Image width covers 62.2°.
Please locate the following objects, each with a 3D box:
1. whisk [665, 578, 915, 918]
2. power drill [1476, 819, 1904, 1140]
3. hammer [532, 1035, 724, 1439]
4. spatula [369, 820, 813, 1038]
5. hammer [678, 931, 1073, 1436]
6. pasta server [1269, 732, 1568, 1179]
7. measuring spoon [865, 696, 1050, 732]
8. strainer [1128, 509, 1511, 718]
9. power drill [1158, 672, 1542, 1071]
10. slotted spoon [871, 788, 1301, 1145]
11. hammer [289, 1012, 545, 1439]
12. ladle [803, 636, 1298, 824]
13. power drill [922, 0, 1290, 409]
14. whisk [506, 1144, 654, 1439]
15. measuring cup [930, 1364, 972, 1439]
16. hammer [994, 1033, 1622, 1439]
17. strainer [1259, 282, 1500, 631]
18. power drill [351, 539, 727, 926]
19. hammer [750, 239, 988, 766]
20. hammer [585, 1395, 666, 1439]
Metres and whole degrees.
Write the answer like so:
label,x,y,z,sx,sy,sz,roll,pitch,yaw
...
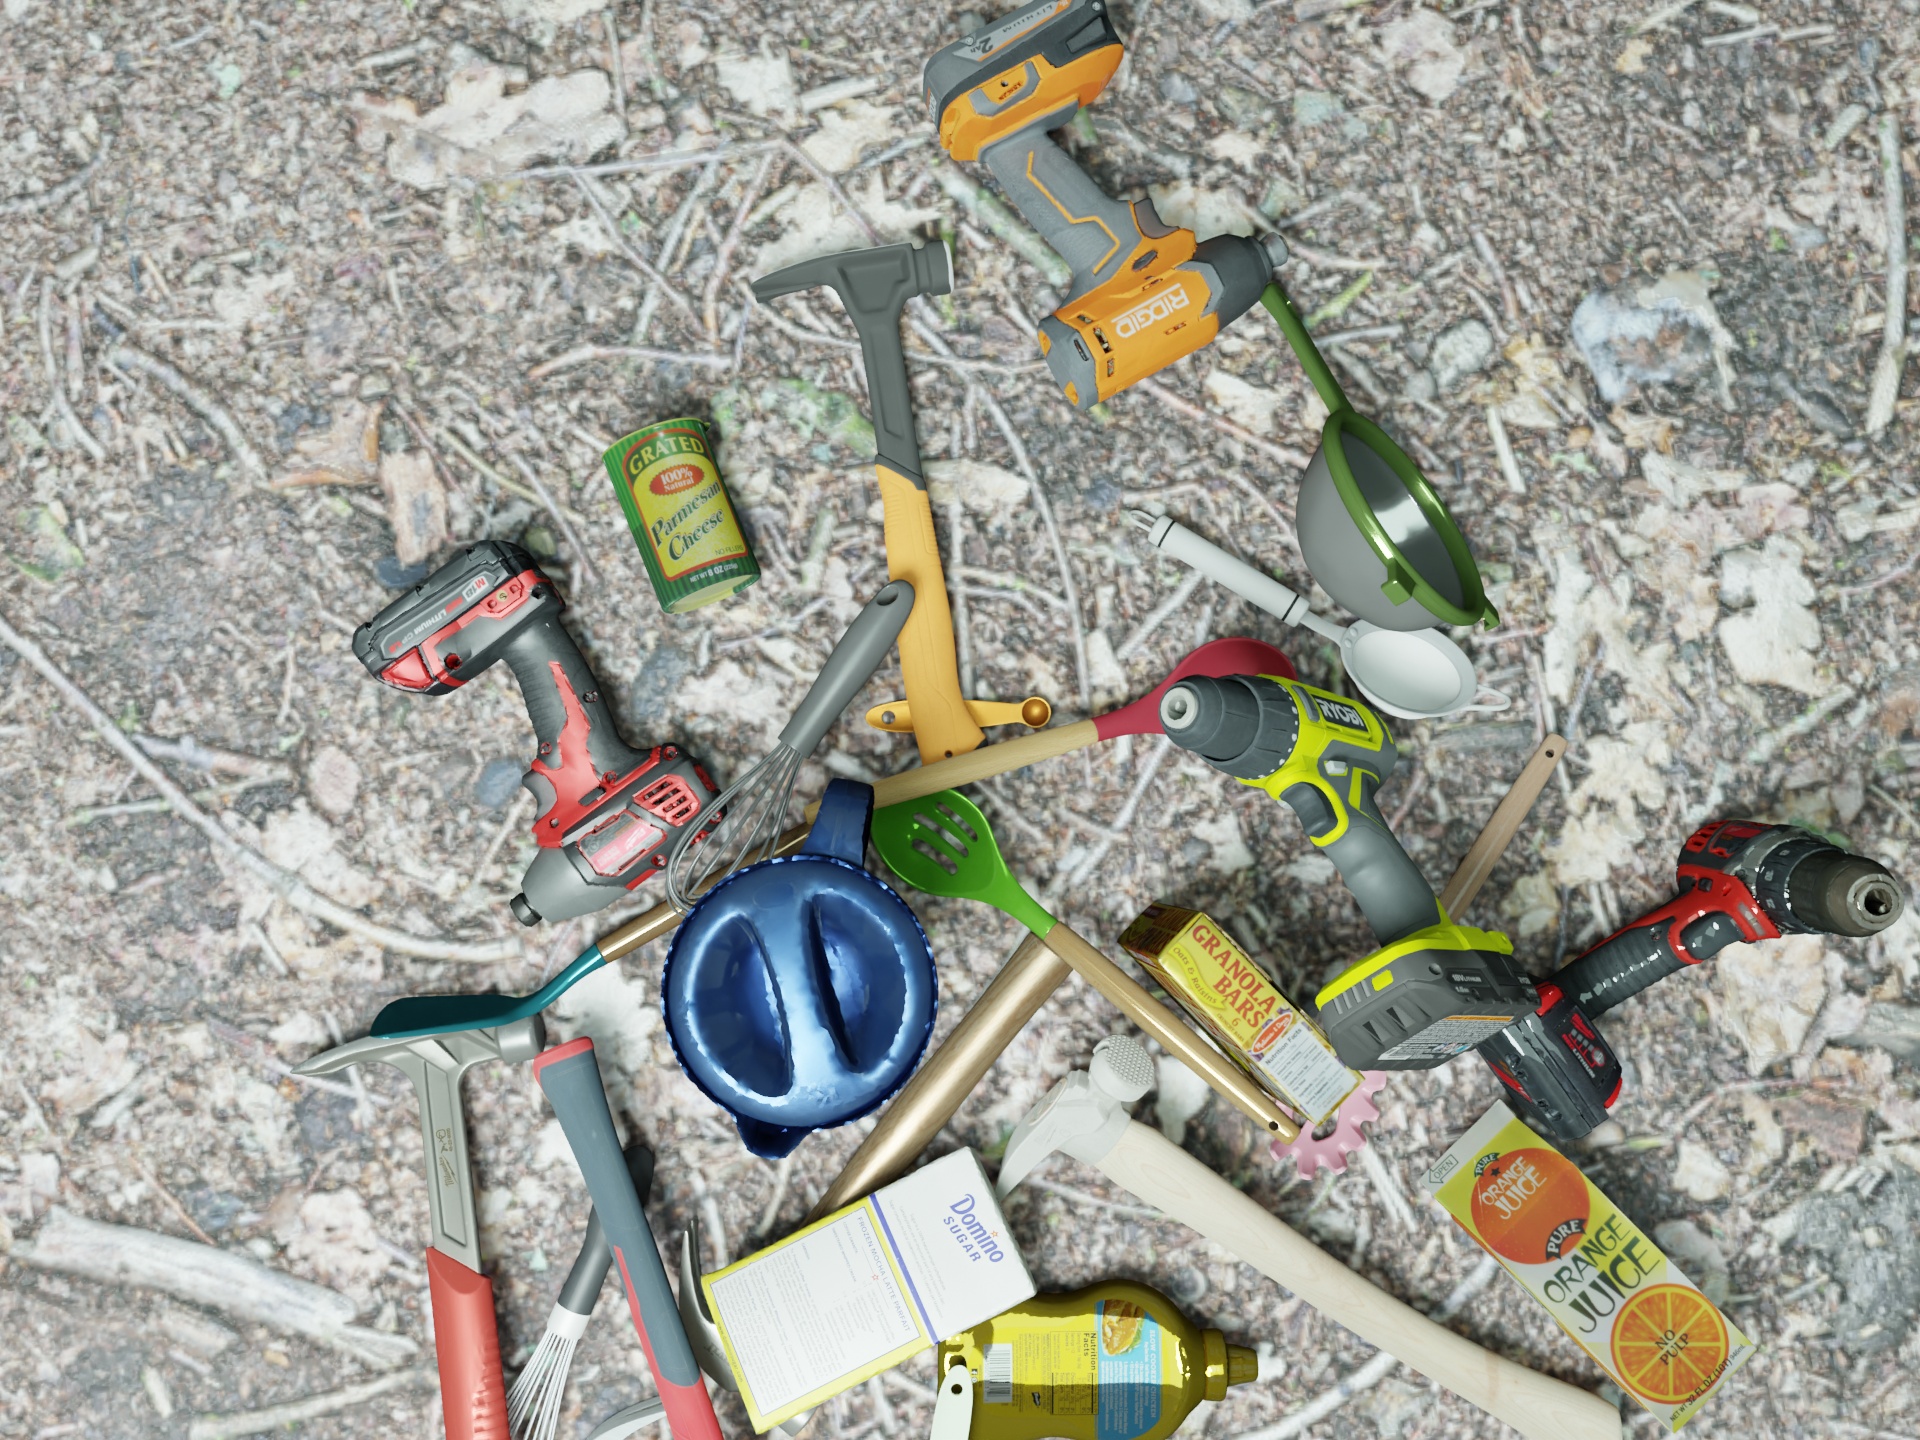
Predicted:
label,x,y,z,sx,sy,sz,roll,pitch,yaw
whisk,-0.096,0.016,0.939,0.055,0.055,0.239,34,84,1
power drill,0.407,0.139,0.907,0.226,0.188,0.080,-36,89,2
hammer,-0.155,0.363,0.894,0.038,0.143,0.386,-15,80,-38
spatula,-0.201,0.120,0.968,0.317,0.082,0.044,-29,100,-8
hammer,-0.049,0.265,0.973,0.130,0.031,0.331,39,87,1
pasta server,0.286,0.140,0.978,0.060,0.040,0.316,33,86,12
measuring spoon,-0.002,-0.003,1.000,0.117,0.011,0.021,-2,85,3
strainer,0.215,-0.063,0.988,0.258,0.050,0.087,32,48,8
power drill,0.207,0.072,0.877,0.080,0.190,0.229,-41,56,30
slotted spoon,0.073,0.143,0.946,0.314,0.031,0.070,39,110,15
hammer,-0.296,0.355,0.922,0.149,0.036,0.359,-12,72,-2
ladle,0.057,0.014,0.960,0.315,0.031,0.069,-16,90,-14
power drill,0.091,-0.328,0.984,0.164,0.084,0.226,-28,92,-2
whisk,-0.249,0.390,0.954,0.070,0.070,0.285,22,83,1
measuring cup,-0.014,0.451,0.923,0.083,0.038,0.167,10,90,0
hammer,0.215,0.342,0.951,0.410,0.038,0.146,33,122,-5
strainer,0.225,-0.152,0.976,0.069,0.151,0.257,-37,65,31
power drill,-0.259,0.012,0.966,0.143,0.078,0.219,-37,91,-2
hammer,-0.041,-0.128,0.988,0.127,0.034,0.337,-10,85,-2
hammer,-0.081,0.494,0.959,0.331,0.033,0.128,12,88,0
